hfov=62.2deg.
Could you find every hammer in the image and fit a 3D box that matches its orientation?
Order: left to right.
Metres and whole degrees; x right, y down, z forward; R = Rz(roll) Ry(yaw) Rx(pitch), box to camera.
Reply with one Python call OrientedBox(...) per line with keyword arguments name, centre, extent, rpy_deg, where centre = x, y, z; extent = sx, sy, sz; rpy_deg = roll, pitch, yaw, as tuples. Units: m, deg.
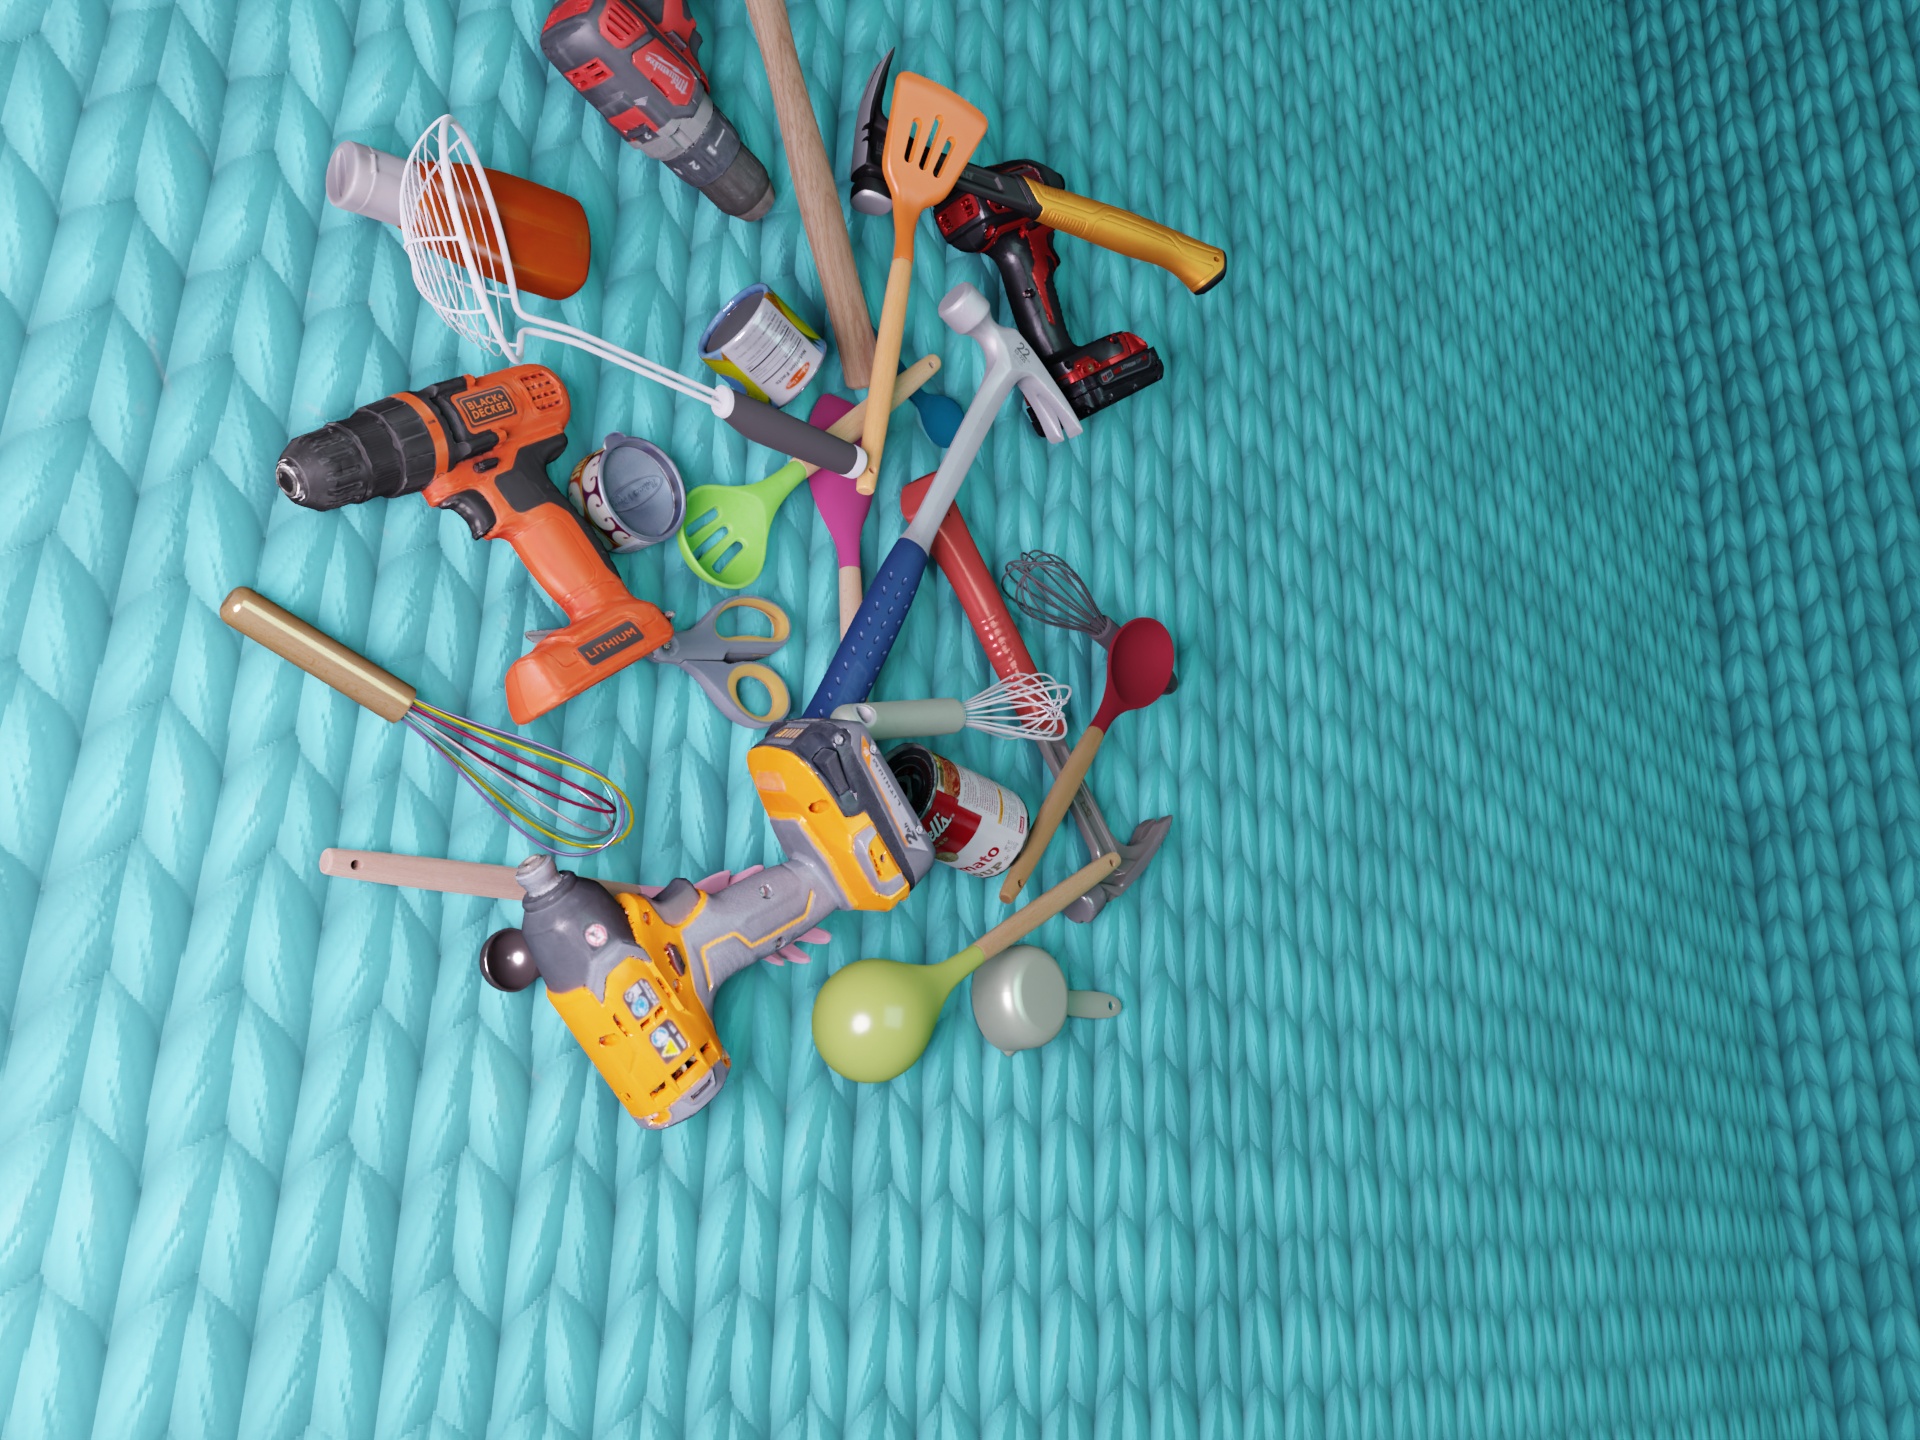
OrientedBox(name="hammer", centre=(-0.106, -0.392, 1.096), extent=(0.130, 0.031, 0.331), rpy_deg=(-47, 131, -47))
OrientedBox(name="hammer", centre=(-0.025, -0.125, 1.121), extent=(0.144, 0.035, 0.406), rpy_deg=(41, 56, -28))
OrientedBox(name="hammer", centre=(0.055, -0.029, 1.230), extent=(0.149, 0.037, 0.359), rpy_deg=(-42, 111, -47))
OrientedBox(name="hammer", centre=(0.071, -0.416, 1.266), extent=(0.336, 0.034, 0.127), rpy_deg=(12, 76, -27))

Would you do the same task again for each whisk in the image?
OrientedBox(name="whisk", centre=(-0.272, 0.001, 0.838), extent=(0.244, 0.047, 0.051), rpy_deg=(37, 53, -32))
OrientedBox(name="whisk", centre=(-0.002, -0.003, 1.087), extent=(0.246, 0.059, 0.058), rpy_deg=(-5, 60, -51))
OrientedBox(name="whisk", centre=(0.113, -0.074, 1.309), extent=(0.238, 0.055, 0.055), rpy_deg=(34, 54, -44))

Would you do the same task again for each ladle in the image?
OrientedBox(name="ladle", centre=(0.017, 0.155, 1.105), extent=(0.320, 0.062, 0.078), rpy_deg=(-26, 90, -50))
OrientedBox(name="ladle", centre=(0.095, 0.027, 1.209), extent=(0.069, 0.031, 0.315), rpy_deg=(54, 43, -22))

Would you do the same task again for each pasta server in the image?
OrientedBox(name="pasta server", centre=(-0.201, 0.097, 0.892), extent=(0.316, 0.040, 0.060), rpy_deg=(15, 78, -45))

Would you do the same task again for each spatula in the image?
OrientedBox(name="spatula", centre=(-0.041, -0.311, 1.138), extent=(0.081, 0.041, 0.323), rpy_deg=(19, 68, -30))

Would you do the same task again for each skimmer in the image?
OrientedBox(name="skimmer", centre=(-0.169, -0.226, 0.939), extent=(0.363, 0.090, 0.127), rpy_deg=(17, 49, -46))

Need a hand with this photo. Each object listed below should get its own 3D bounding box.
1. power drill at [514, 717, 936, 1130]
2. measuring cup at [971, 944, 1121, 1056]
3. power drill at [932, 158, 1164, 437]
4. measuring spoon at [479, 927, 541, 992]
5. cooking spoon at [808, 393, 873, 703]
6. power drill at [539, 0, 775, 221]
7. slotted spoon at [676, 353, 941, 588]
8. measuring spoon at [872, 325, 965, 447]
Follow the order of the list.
OrientedBox(name="power drill", centre=(-0.133, 0.092, 0.886), extent=(0.226, 0.084, 0.164), rpy_deg=(-42, 115, -31))
OrientedBox(name="measuring cup", centre=(0.078, 0.206, 1.177), extent=(0.167, 0.038, 0.083), rpy_deg=(14, 68, -44))
OrientedBox(name="power drill", centre=(0.075, -0.362, 1.330), extent=(0.143, 0.078, 0.219), rpy_deg=(-35, 101, -43))
OrientedBox(name="measuring spoon", centre=(-0.218, 0.138, 0.882), extent=(0.124, 0.018, 0.034), rpy_deg=(21, 63, -52))
OrientedBox(name="cooking spoon", centre=(-0.076, -0.081, 1.110), extent=(0.068, 0.017, 0.319), rpy_deg=(14, 67, -46))
OrientedBox(name="power drill", centre=(-0.177, -0.470, 1.076), extent=(0.187, 0.080, 0.227), rpy_deg=(37, 56, -45))
OrientedBox(name="slotted spoon", centre=(-0.097, -0.182, 1.096), extent=(0.070, 0.031, 0.314), rpy_deg=(55, 47, -15))
OrientedBox(name="measuring spoon", centre=(-0.035, -0.261, 1.211), extent=(0.128, 0.021, 0.042), rpy_deg=(47, 47, -31))
